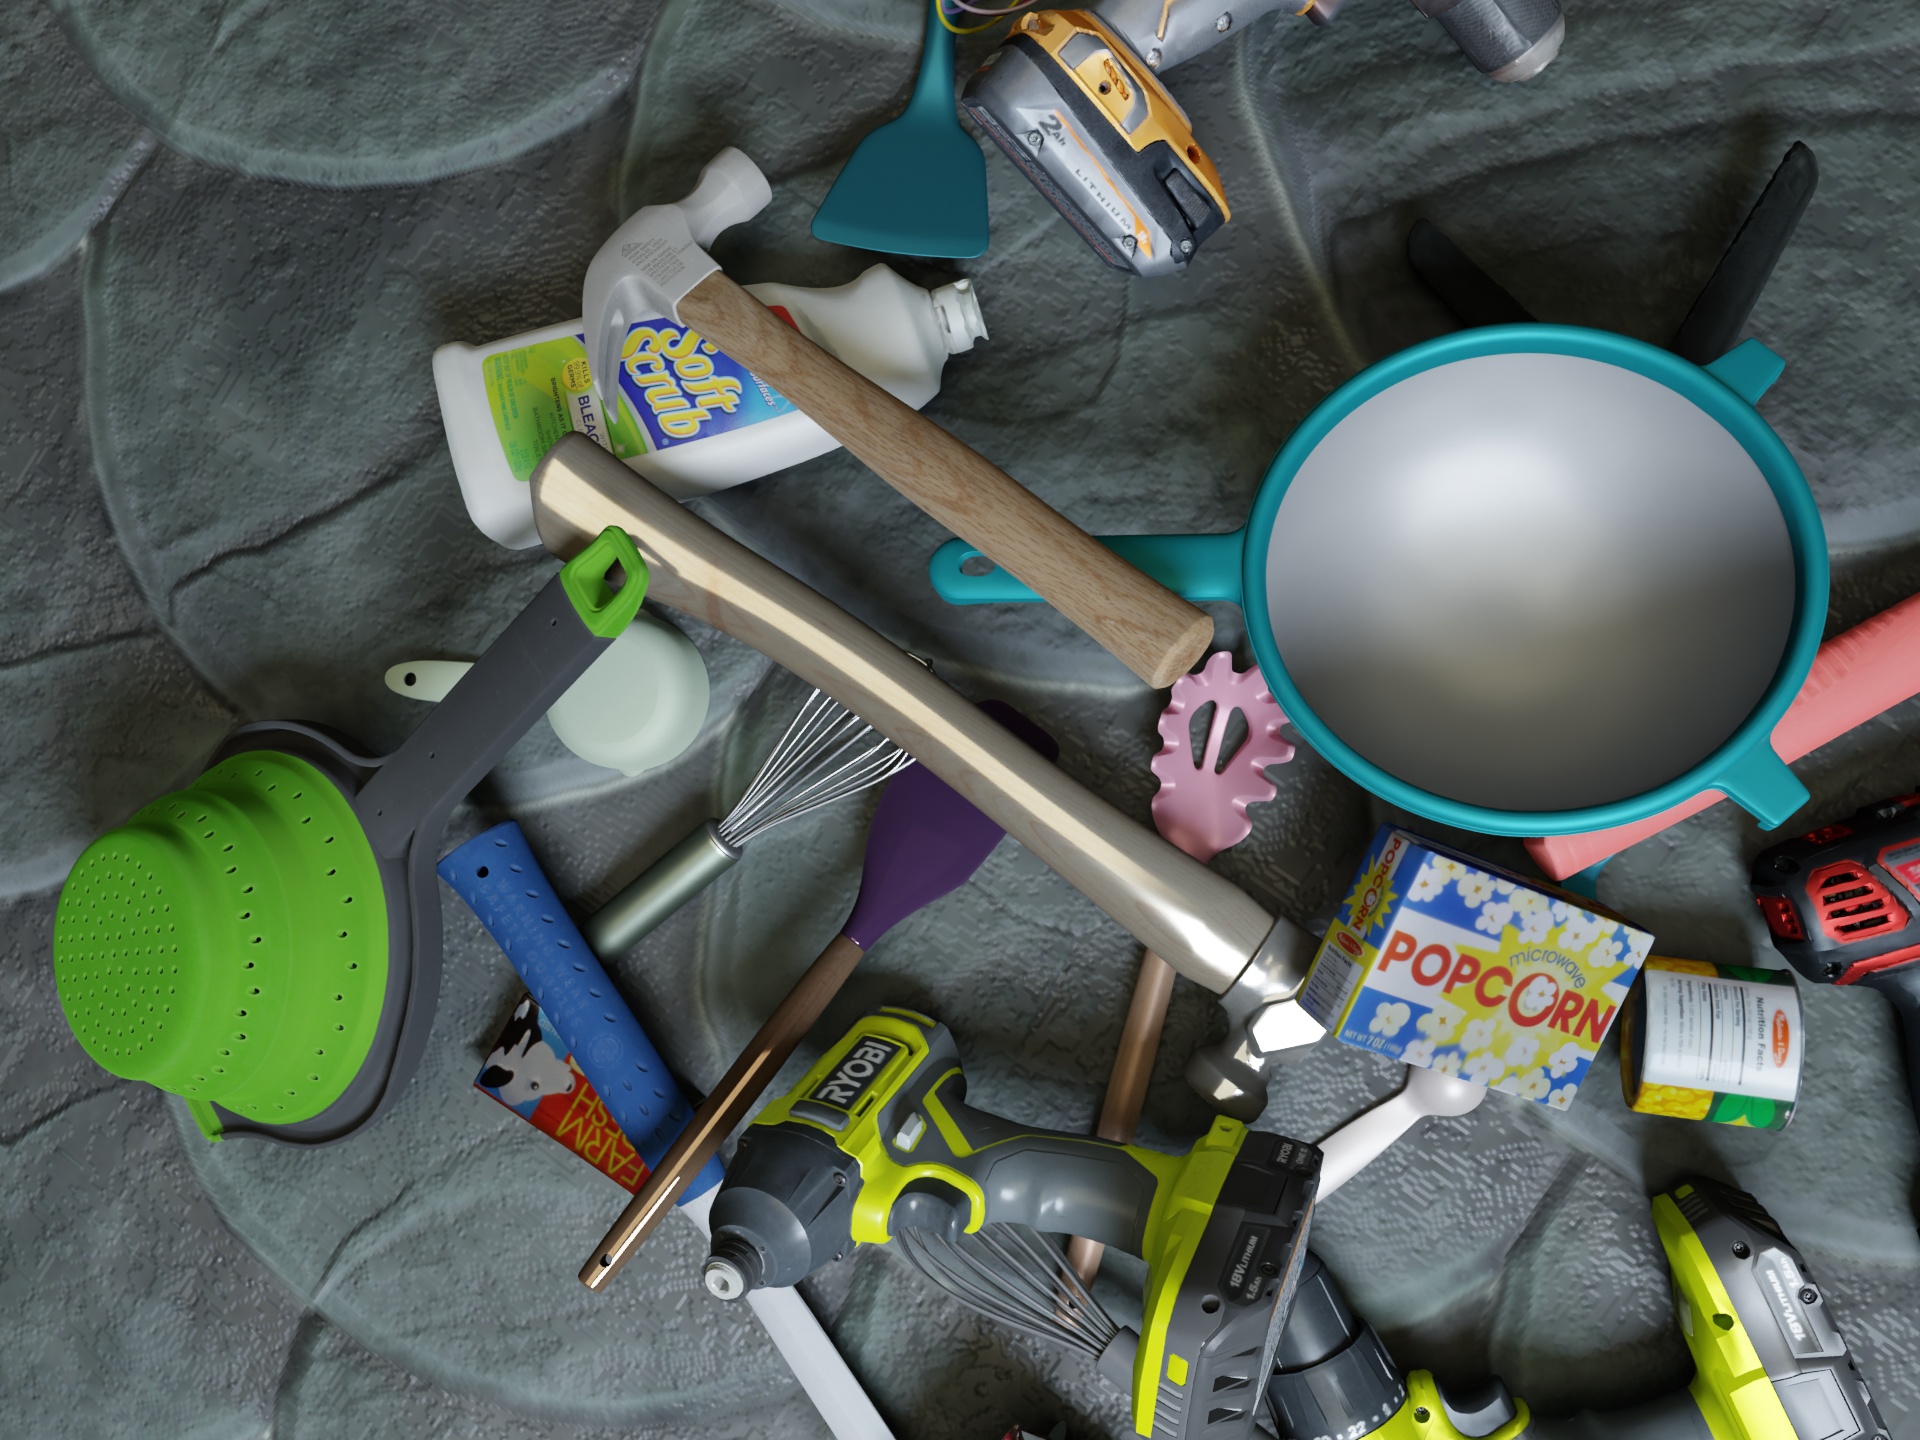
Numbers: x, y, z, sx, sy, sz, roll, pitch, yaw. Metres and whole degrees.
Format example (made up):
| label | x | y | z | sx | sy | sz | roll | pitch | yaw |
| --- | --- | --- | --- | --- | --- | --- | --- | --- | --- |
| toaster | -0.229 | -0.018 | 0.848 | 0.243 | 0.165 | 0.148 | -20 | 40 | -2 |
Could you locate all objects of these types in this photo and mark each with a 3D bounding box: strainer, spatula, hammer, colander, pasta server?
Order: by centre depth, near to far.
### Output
| label | x | y | z | sx | sy | sz | roll | pitch | yaw |
| --- | --- | --- | --- | --- | --- | --- | --- | --- | --- |
| hammer | 0.401 | -0.025 | 0.653 | 0.359 | 0.036 | 0.149 | -30 | 84 | 3 |
| strainer | 0.160 | -0.047 | 0.657 | 0.340 | 0.095 | 0.211 | 1 | 72 | 16 |
| hammer | -0.034 | -0.119 | 0.662 | 0.331 | 0.031 | 0.130 | 40 | 76 | 22 |
| hammer | -0.001 | -0.002 | 0.680 | 0.410 | 0.038 | 0.146 | 35 | 95 | 0 |
| colander | -0.284 | 0.051 | 0.692 | 0.397 | 0.094 | 0.205 | -42 | 69 | 24 |
| spatula | -0.066 | 0.119 | 0.714 | 0.060 | 0.018 | 0.316 | 35 | 77 | 9 |
| pasta server | 0.087 | 0.124 | 0.717 | 0.060 | 0.040 | 0.316 | 14 | 92 | 2 |
| hammer | -0.107 | 0.221 | 0.727 | 0.144 | 0.035 | 0.405 | -34 | 89 | 3 |
| spatula | -0.002 | -0.367 | 0.741 | 0.082 | 0.044 | 0.317 | 9 | 89 | 7 |

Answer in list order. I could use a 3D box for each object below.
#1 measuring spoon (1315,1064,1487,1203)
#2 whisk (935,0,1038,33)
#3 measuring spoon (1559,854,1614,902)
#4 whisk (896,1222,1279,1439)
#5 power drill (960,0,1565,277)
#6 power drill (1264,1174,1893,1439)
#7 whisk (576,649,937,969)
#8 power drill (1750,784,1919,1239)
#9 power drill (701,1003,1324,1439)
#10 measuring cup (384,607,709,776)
| label | x | y | z | sx | sy | sz | roll | pitch | yaw |
| --- | --- | --- | --- | --- | --- | --- | --- | --- | --- |
| measuring spoon | 0.182 | 0.187 | 0.708 | 0.124 | 0.018 | 0.034 | -39 | 83 | 8 |
| whisk | 0.078 | -0.393 | 0.714 | 0.245 | 0.051 | 0.047 | -43 | 125 | -7 |
| measuring spoon | 0.268 | 0.085 | 0.700 | 0.042 | 0.021 | 0.128 | 0 | 98 | 2 |
| whisk | 0.065 | 0.272 | 0.685 | 0.239 | 0.055 | 0.055 | 33 | 94 | 23 |
| power drill | 0.136 | -0.293 | 0.685 | 0.185 | 0.084 | 0.226 | 42 | 99 | -19 |
| power drill | 0.243 | 0.282 | 0.667 | 0.228 | 0.080 | 0.190 | -25 | 86 | 11 |
| whisk | -0.105 | 0.050 | 0.749 | 0.246 | 0.059 | 0.057 | -39 | 100 | 12 |
| power drill | 0.449 | 0.126 | 0.637 | 0.188 | 0.080 | 0.227 | -20 | 83 | 8 |
| power drill | 0.020 | 0.201 | 0.641 | 0.223 | 0.171 | 0.080 | 13 | 114 | 20 |
| measuring cup | -0.207 | -0.017 | 0.769 | 0.167 | 0.038 | 0.083 | 3 | 89 | 8 |
